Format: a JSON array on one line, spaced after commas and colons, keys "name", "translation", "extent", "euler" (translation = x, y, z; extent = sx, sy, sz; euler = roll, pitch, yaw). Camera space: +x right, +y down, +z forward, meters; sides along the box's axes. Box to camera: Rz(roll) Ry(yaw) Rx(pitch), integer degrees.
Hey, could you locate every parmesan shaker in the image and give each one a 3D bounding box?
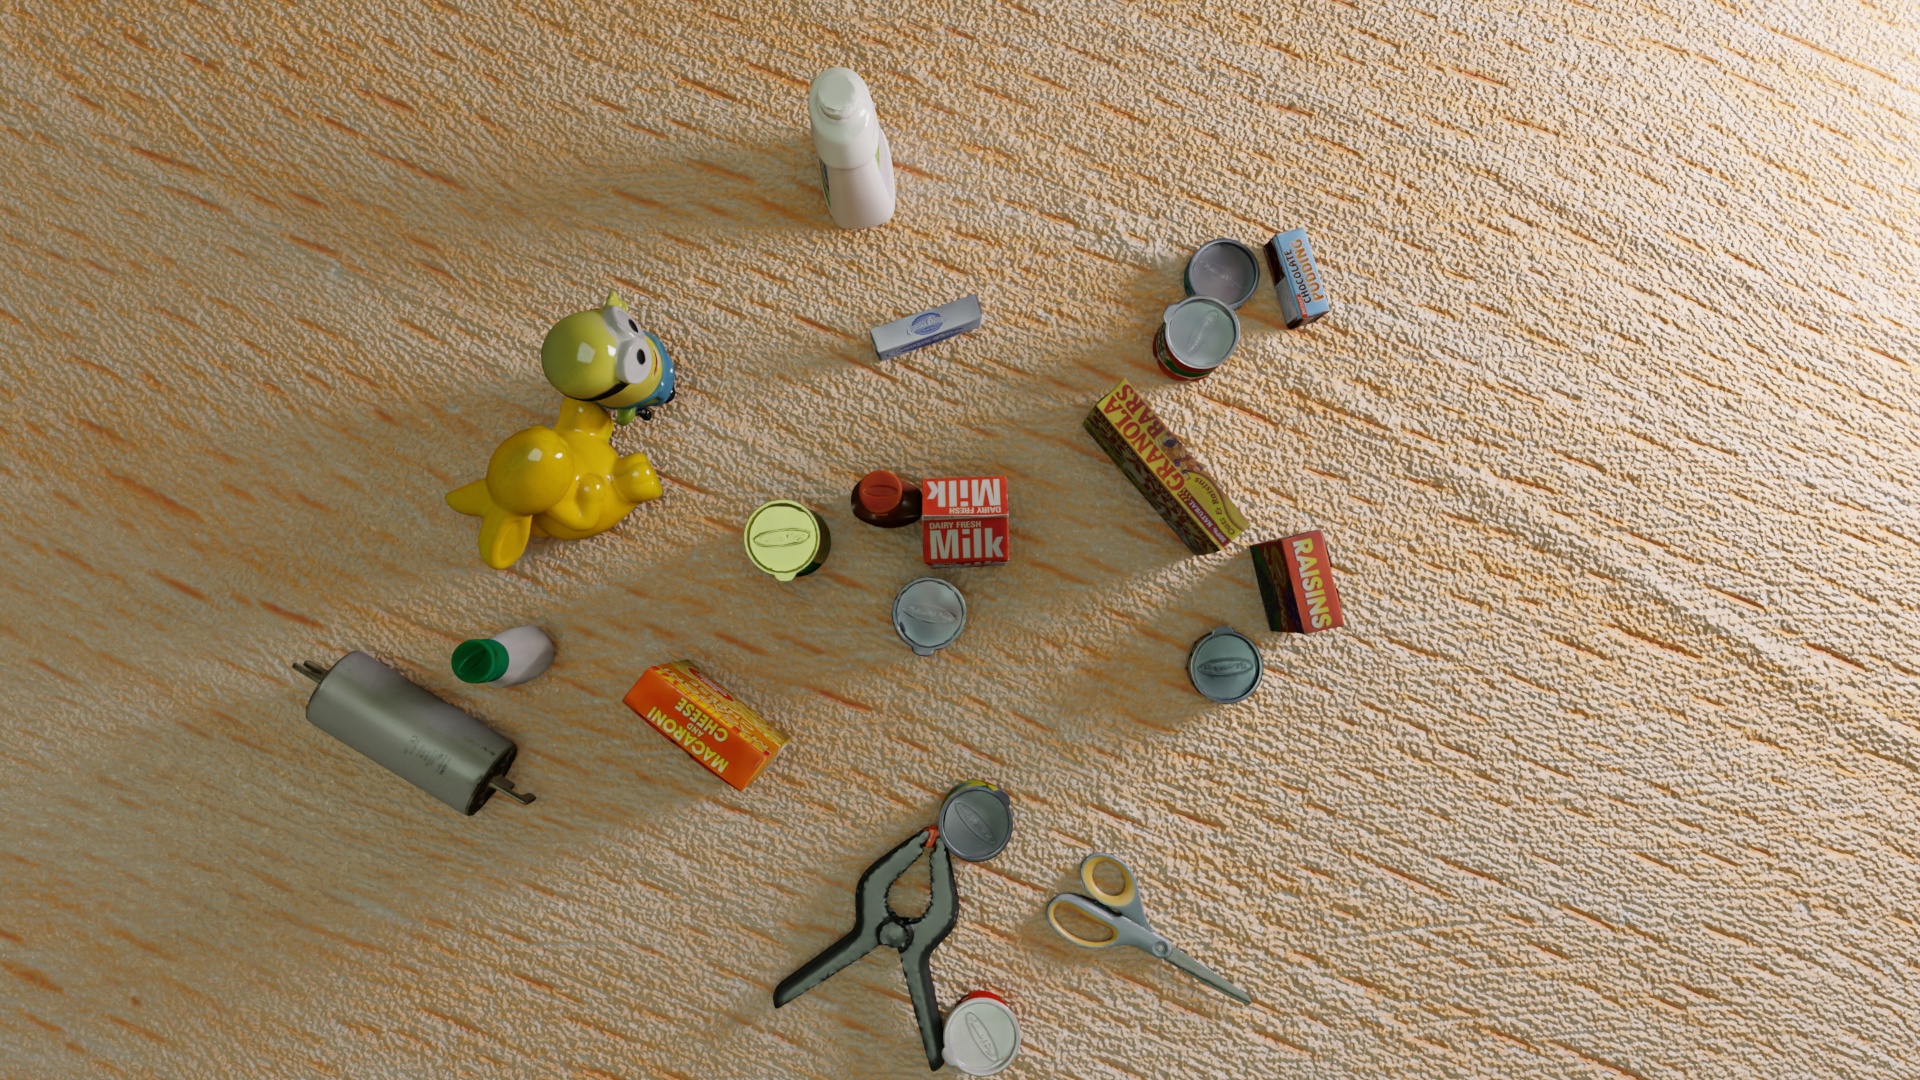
[{"name": "parmesan shaker", "translation": [-0.153, 0.002, 1.239], "extent": [0.071, 0.103, 0.071], "euler": [0, 87, 0]}]

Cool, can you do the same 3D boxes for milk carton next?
[{"name": "milk carton", "translation": [0.004, -0.015, 1.197], "extent": [0.072, 0.190, 0.073], "euler": [-2, 87, 0]}]

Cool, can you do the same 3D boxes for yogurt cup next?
[{"name": "yogurt cup", "translation": [0.019, 0.436, 1.238], "extent": [0.072, 0.054, 0.072], "euler": [0, 87, 0]}]

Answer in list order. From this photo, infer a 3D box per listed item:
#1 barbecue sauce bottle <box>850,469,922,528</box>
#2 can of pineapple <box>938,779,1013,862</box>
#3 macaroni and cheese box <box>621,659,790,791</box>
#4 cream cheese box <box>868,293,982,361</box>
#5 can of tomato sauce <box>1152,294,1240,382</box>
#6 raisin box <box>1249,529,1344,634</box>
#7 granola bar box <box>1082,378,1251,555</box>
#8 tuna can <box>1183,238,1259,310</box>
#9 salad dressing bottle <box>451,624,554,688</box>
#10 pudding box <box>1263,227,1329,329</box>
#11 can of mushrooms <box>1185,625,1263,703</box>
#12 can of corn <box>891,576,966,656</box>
[{"name": "barbecue sauce bottle", "translation": [-0.066, -0.036, 1.219], "extent": [0.065, 0.148, 0.043], "euler": [1, 87, 0]}, {"name": "can of pineapple", "translation": [0.015, 0.250, 1.247], "extent": [0.071, 0.058, 0.071], "euler": [0, 87, 0]}, {"name": "macaroni and cheese box", "translation": [-0.215, 0.157, 1.197], "extent": [0.124, 0.166, 0.040], "euler": [37, 88, 2]}, {"name": "cream cheese box", "translation": [-0.031, -0.195, 1.276], "extent": [0.104, 0.053, 0.024], "euler": [-19, 87, -1]}, {"name": "can of tomato sauce", "translation": [0.211, -0.182, 1.262], "extent": [0.071, 0.083, 0.071], "euler": [0, 87, 0]}, {"name": "raisin box", "translation": [0.297, 0.038, 1.229], "extent": [0.040, 0.123, 0.086], "euler": [-13, 87, -1]}, {"name": "granola bar box", "translation": [0.179, -0.061, 1.234], "extent": [0.039, 0.124, 0.165], "euler": [-40, 88, -2]}, {"name": "tuna can", "translation": [0.241, -0.243, 1.291], "extent": [0.071, 0.033, 0.071], "euler": [0, 87, 0]}, {"name": "salad dressing bottle", "translation": [-0.399, 0.102, 1.209], "extent": [0.064, 0.147, 0.044], "euler": [-40, 88, -2]}, {"name": "pudding box", "translation": [0.309, -0.242, 1.283], "extent": [0.030, 0.049, 0.083], "euler": [-17, 87, -1]}, {"name": "can of mushrooms", "translation": [0.241, 0.113, 1.269], "extent": [0.071, 0.033, 0.071], "euler": [0, 87, 0]}, {"name": "can of corn", "translation": [-0.029, 0.069, 1.258], "extent": [0.071, 0.058, 0.071], "euler": [0, 87, 0]}]
